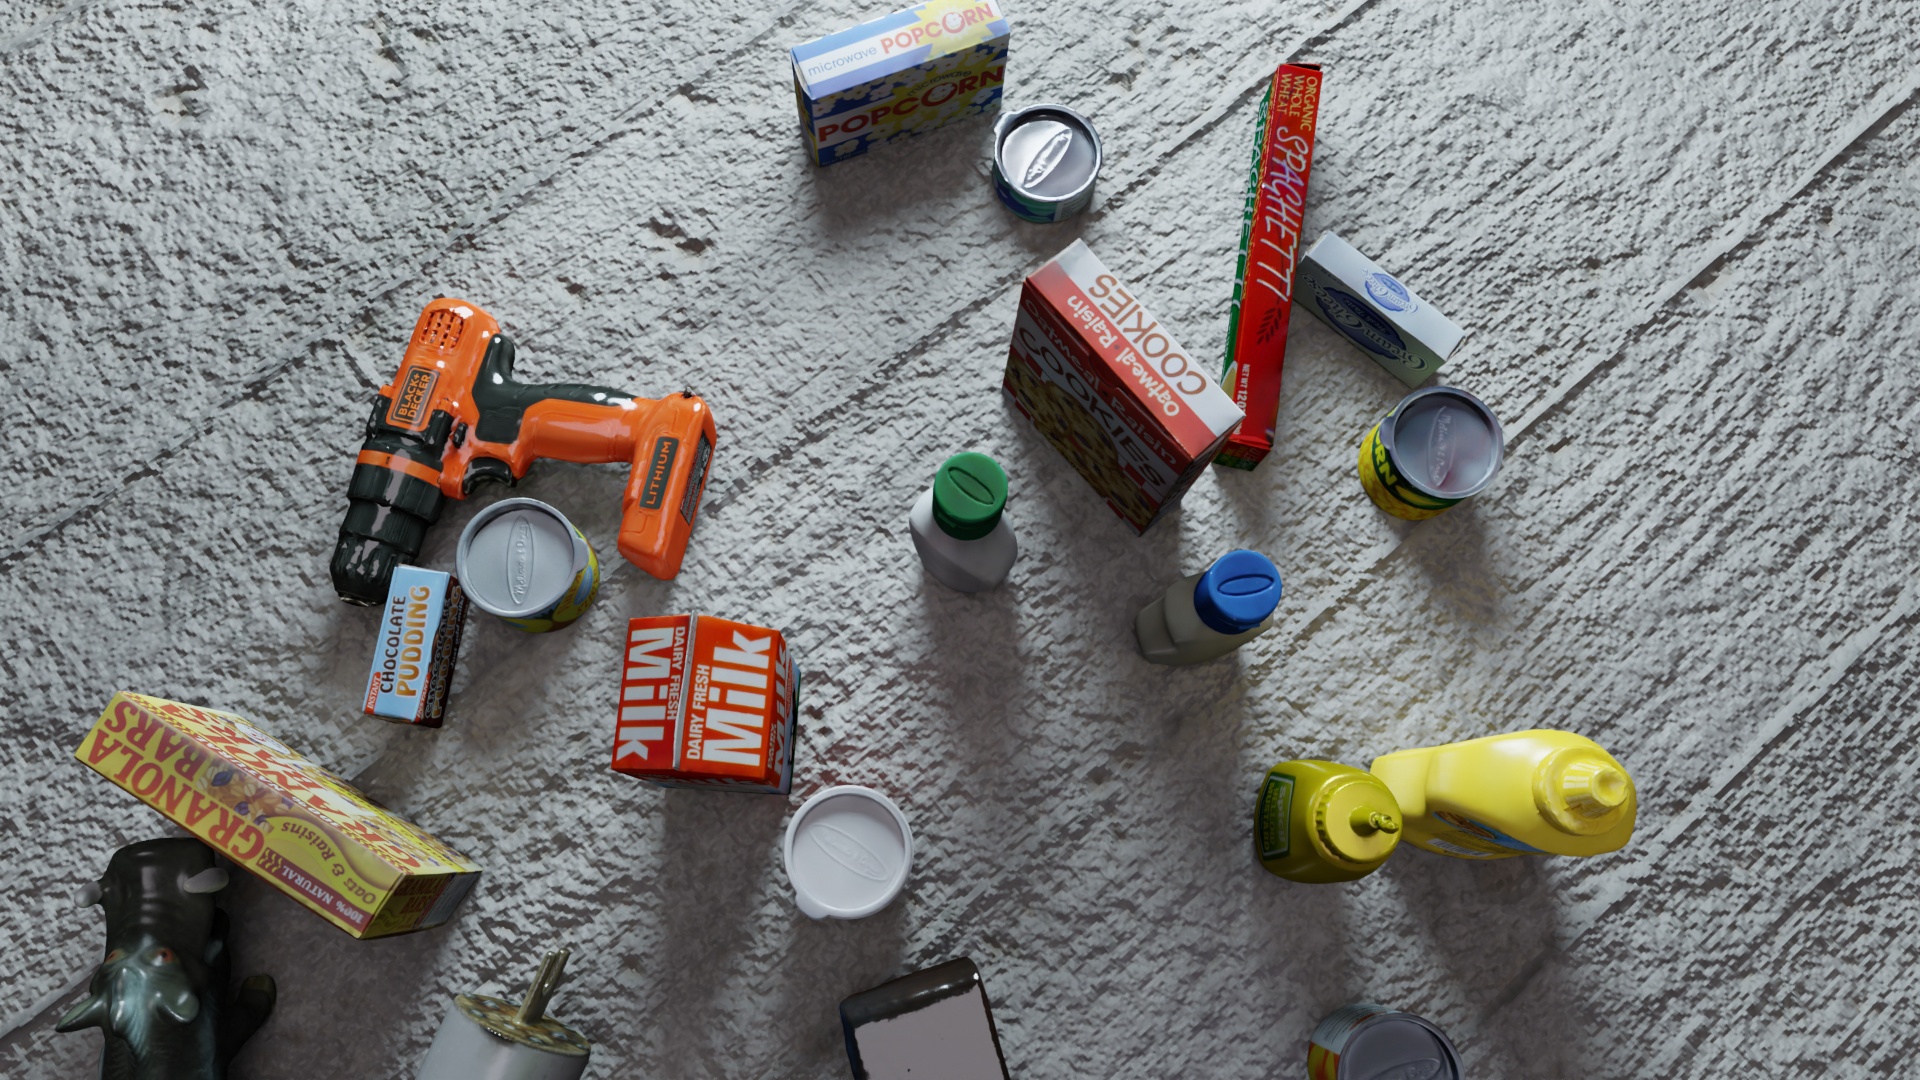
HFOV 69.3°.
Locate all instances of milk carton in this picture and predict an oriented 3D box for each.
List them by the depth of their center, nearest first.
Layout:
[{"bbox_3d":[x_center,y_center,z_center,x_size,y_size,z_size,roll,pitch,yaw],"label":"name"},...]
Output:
[{"bbox_3d":[-0.124,0.085,0.691,0.073,0.190,0.072,4,77,-1],"label":"milk carton"}]

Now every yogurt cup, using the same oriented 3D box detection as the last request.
[{"bbox_3d":[-0.059,0.167,0.745,0.072,0.054,0.072,1,77,-2],"label":"yogurt cup"}]

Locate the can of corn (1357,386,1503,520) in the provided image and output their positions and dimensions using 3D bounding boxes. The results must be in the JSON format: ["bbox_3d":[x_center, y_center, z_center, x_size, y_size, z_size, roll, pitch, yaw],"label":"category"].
[{"bbox_3d":[0.269,-0.050,0.807,0.071,0.058,0.071,1,77,-2],"label":"can of corn"}]

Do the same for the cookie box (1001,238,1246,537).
[{"bbox_3d":[0.080,-0.075,0.749,0.040,0.167,0.123,-40,82,-10],"label":"cookie box"}]

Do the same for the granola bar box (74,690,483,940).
[{"bbox_3d":[-0.338,0.141,0.703,0.165,0.124,0.039,30,78,5],"label":"granola bar box"}]

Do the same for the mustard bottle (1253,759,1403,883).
[{"bbox_3d":[0.189,0.142,0.706,0.049,0.160,0.065,7,77,-1],"label":"mustard bottle"}]

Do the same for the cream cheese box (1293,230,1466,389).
[{"bbox_3d":[0.246,-0.137,0.829,0.104,0.053,0.024,39,79,7],"label":"cream cheese box"}]

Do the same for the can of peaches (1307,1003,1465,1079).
[{"bbox_3d":[0.222,0.281,0.727,0.071,0.058,0.071,1,77,-2],"label":"can of peaches"}]

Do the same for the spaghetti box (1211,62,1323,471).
[{"bbox_3d":[0.184,-0.167,0.836,0.029,0.050,0.250,10,77,0],"label":"spaghetti box"}]

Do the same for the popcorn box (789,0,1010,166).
[{"bbox_3d":[-0.036,-0.278,0.834,0.127,0.085,0.038,-21,79,-7],"label":"popcorn box"}]

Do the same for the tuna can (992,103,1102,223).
[{"bbox_3d":[0.050,-0.233,0.854,0.071,0.032,0.071,1,77,-2],"label":"tuna can"}]

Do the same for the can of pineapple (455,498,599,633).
[{"bbox_3d":[-0.237,0.016,0.771,0.071,0.057,0.071,1,77,-2],"label":"can of pineapple"}]

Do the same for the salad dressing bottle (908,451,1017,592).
[{"bbox_3d":[0.003,-0.009,0.741,0.064,0.147,0.044,38,79,6],"label":"salad dressing bottle"}]

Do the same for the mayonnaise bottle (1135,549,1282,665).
[{"bbox_3d":[0.134,0.037,0.735,0.065,0.147,0.041,-8,78,-4],"label":"mayonnaise bottle"}]

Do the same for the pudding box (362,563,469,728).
[{"bbox_3d":[-0.297,0.059,0.762,0.030,0.049,0.084,8,77,0],"label":"pudding box"}]
